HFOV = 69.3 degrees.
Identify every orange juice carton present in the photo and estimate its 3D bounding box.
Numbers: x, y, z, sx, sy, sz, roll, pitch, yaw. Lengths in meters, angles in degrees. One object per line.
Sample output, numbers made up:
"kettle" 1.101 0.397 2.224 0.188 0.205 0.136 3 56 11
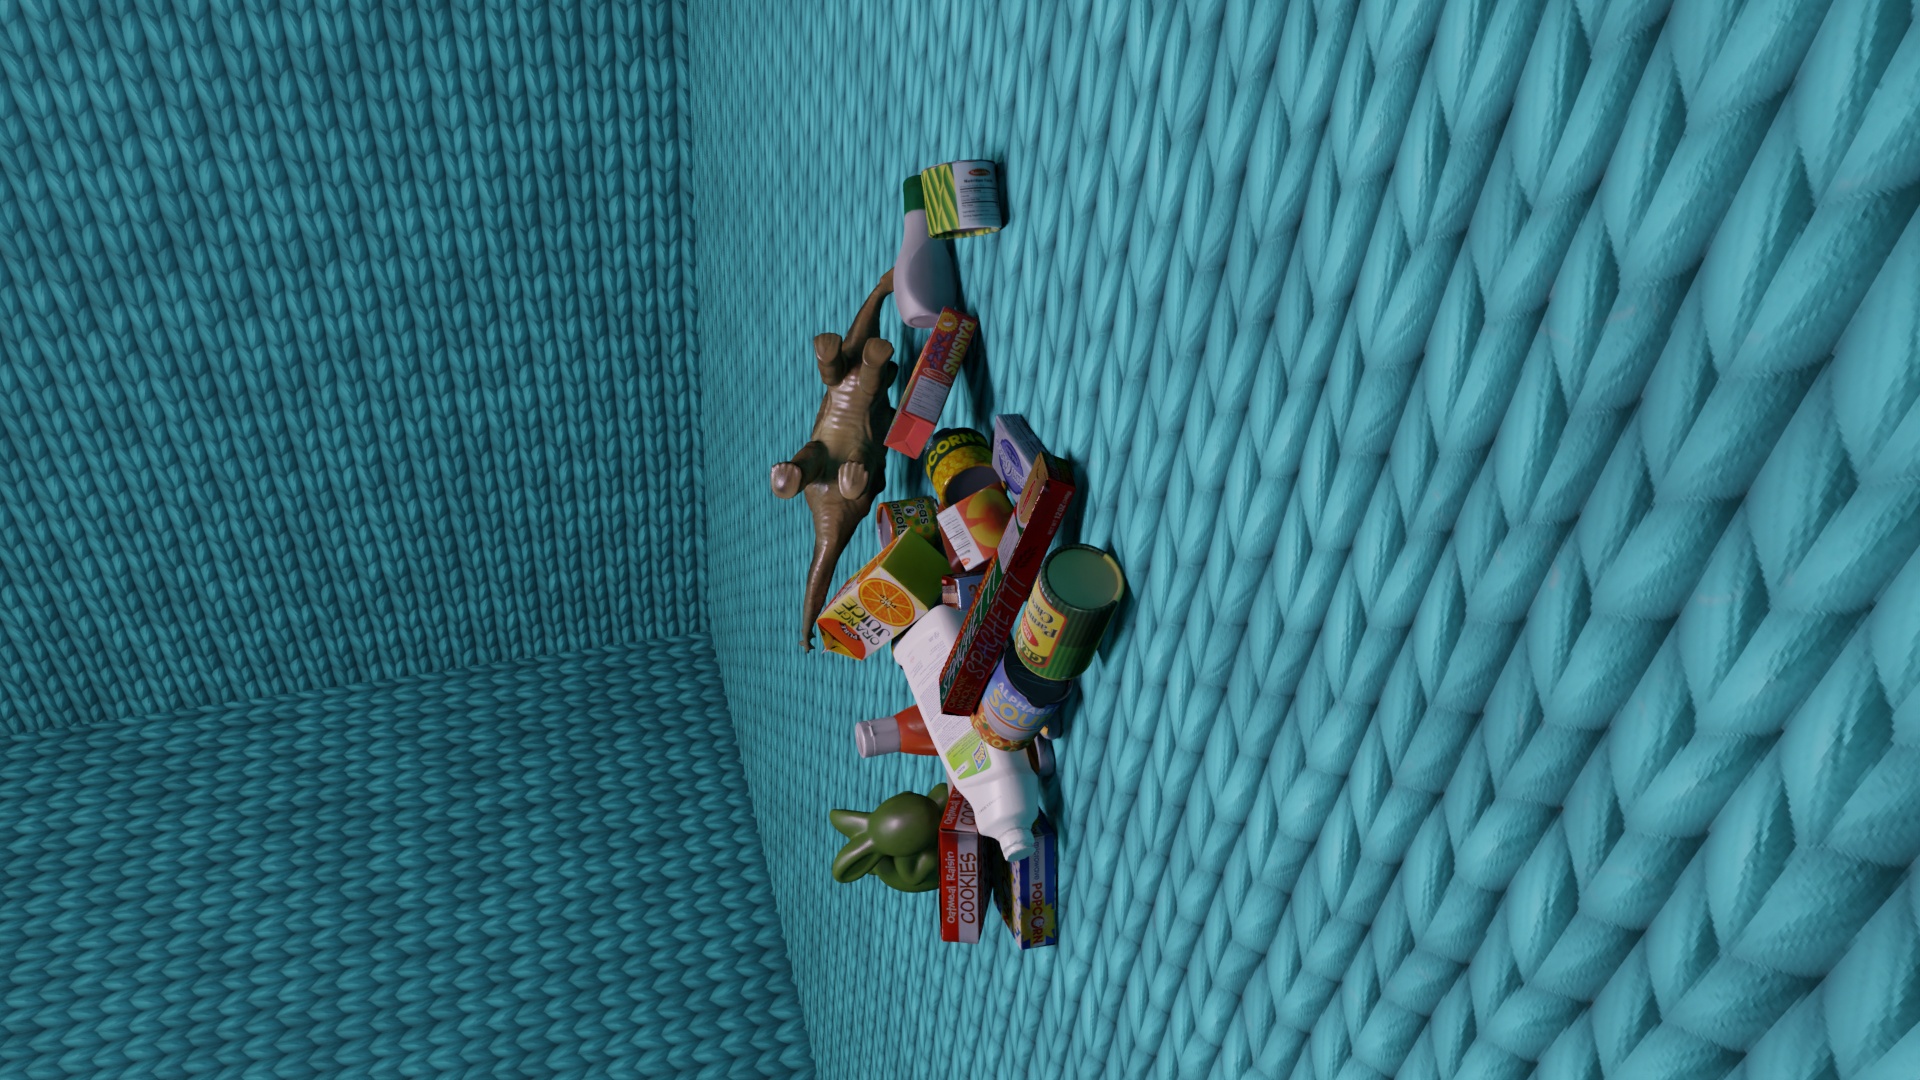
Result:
"orange juice carton" -0.093 0.069 1.546 0.073 0.072 0.191 42 138 -8

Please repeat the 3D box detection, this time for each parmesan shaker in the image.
"parmesan shaker" 0.084 0.054 1.098 0.102 0.071 0.071 105 152 -53

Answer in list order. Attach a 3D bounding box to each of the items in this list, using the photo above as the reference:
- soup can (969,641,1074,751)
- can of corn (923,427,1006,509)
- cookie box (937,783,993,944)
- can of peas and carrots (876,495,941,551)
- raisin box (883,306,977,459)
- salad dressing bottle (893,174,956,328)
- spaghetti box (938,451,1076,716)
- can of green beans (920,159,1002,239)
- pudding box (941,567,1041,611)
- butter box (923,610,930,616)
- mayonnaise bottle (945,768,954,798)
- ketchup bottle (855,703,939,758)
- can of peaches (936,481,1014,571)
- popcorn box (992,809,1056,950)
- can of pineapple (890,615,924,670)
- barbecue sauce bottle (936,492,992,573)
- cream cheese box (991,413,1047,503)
"soup can" 0.052 0.138 1.212 0.083 0.071 0.071 -60 39 44
"can of corn" 0.003 -0.066 1.314 0.058 0.071 0.070 -117 25 -46
"cookie box" 0.010 0.302 1.385 0.168 0.040 0.122 -63 -27 -70
"can of peas and carrots" -0.058 -0.016 1.564 0.071 0.059 0.071 173 89 -73
"raisin box" -0.028 -0.151 1.333 0.085 0.040 0.124 125 167 -66
"salad dressing bottle" -0.036 -0.286 1.371 0.044 0.064 0.148 -18 71 55
"spaghetti box" 0.036 0.042 1.178 0.050 0.029 0.248 -98 27 -59
"can of green beans" 0.001 -0.299 1.219 0.071 0.071 0.057 -171 73 -73
"pudding box" 0.029 0.042 1.247 0.049 0.084 0.030 -167 71 -73
"butter box" -0.061 0.060 1.619 0.024 0.053 0.103 -124 30 -52
"mayonnaise bottle" 0.004 0.231 1.500 0.065 0.041 0.148 -155 60 -79
"ketchup bottle" -0.030 0.189 1.400 0.043 0.149 0.065 109 149 -54
"can of peaches" 0.022 -0.014 1.242 0.058 0.071 0.071 61 162 1
"popcorn box" 0.061 0.319 1.347 0.085 0.038 0.126 -134 39 -64
"can of pineapple" -0.042 0.120 1.552 0.058 0.071 0.071 -158 62 -72
"barbecue sauce bottle" 0.005 -0.017 1.354 0.043 0.065 0.149 -41 38 20
"cream cheese box" 0.055 -0.065 1.216 0.104 0.024 0.053 -120 26 -52
